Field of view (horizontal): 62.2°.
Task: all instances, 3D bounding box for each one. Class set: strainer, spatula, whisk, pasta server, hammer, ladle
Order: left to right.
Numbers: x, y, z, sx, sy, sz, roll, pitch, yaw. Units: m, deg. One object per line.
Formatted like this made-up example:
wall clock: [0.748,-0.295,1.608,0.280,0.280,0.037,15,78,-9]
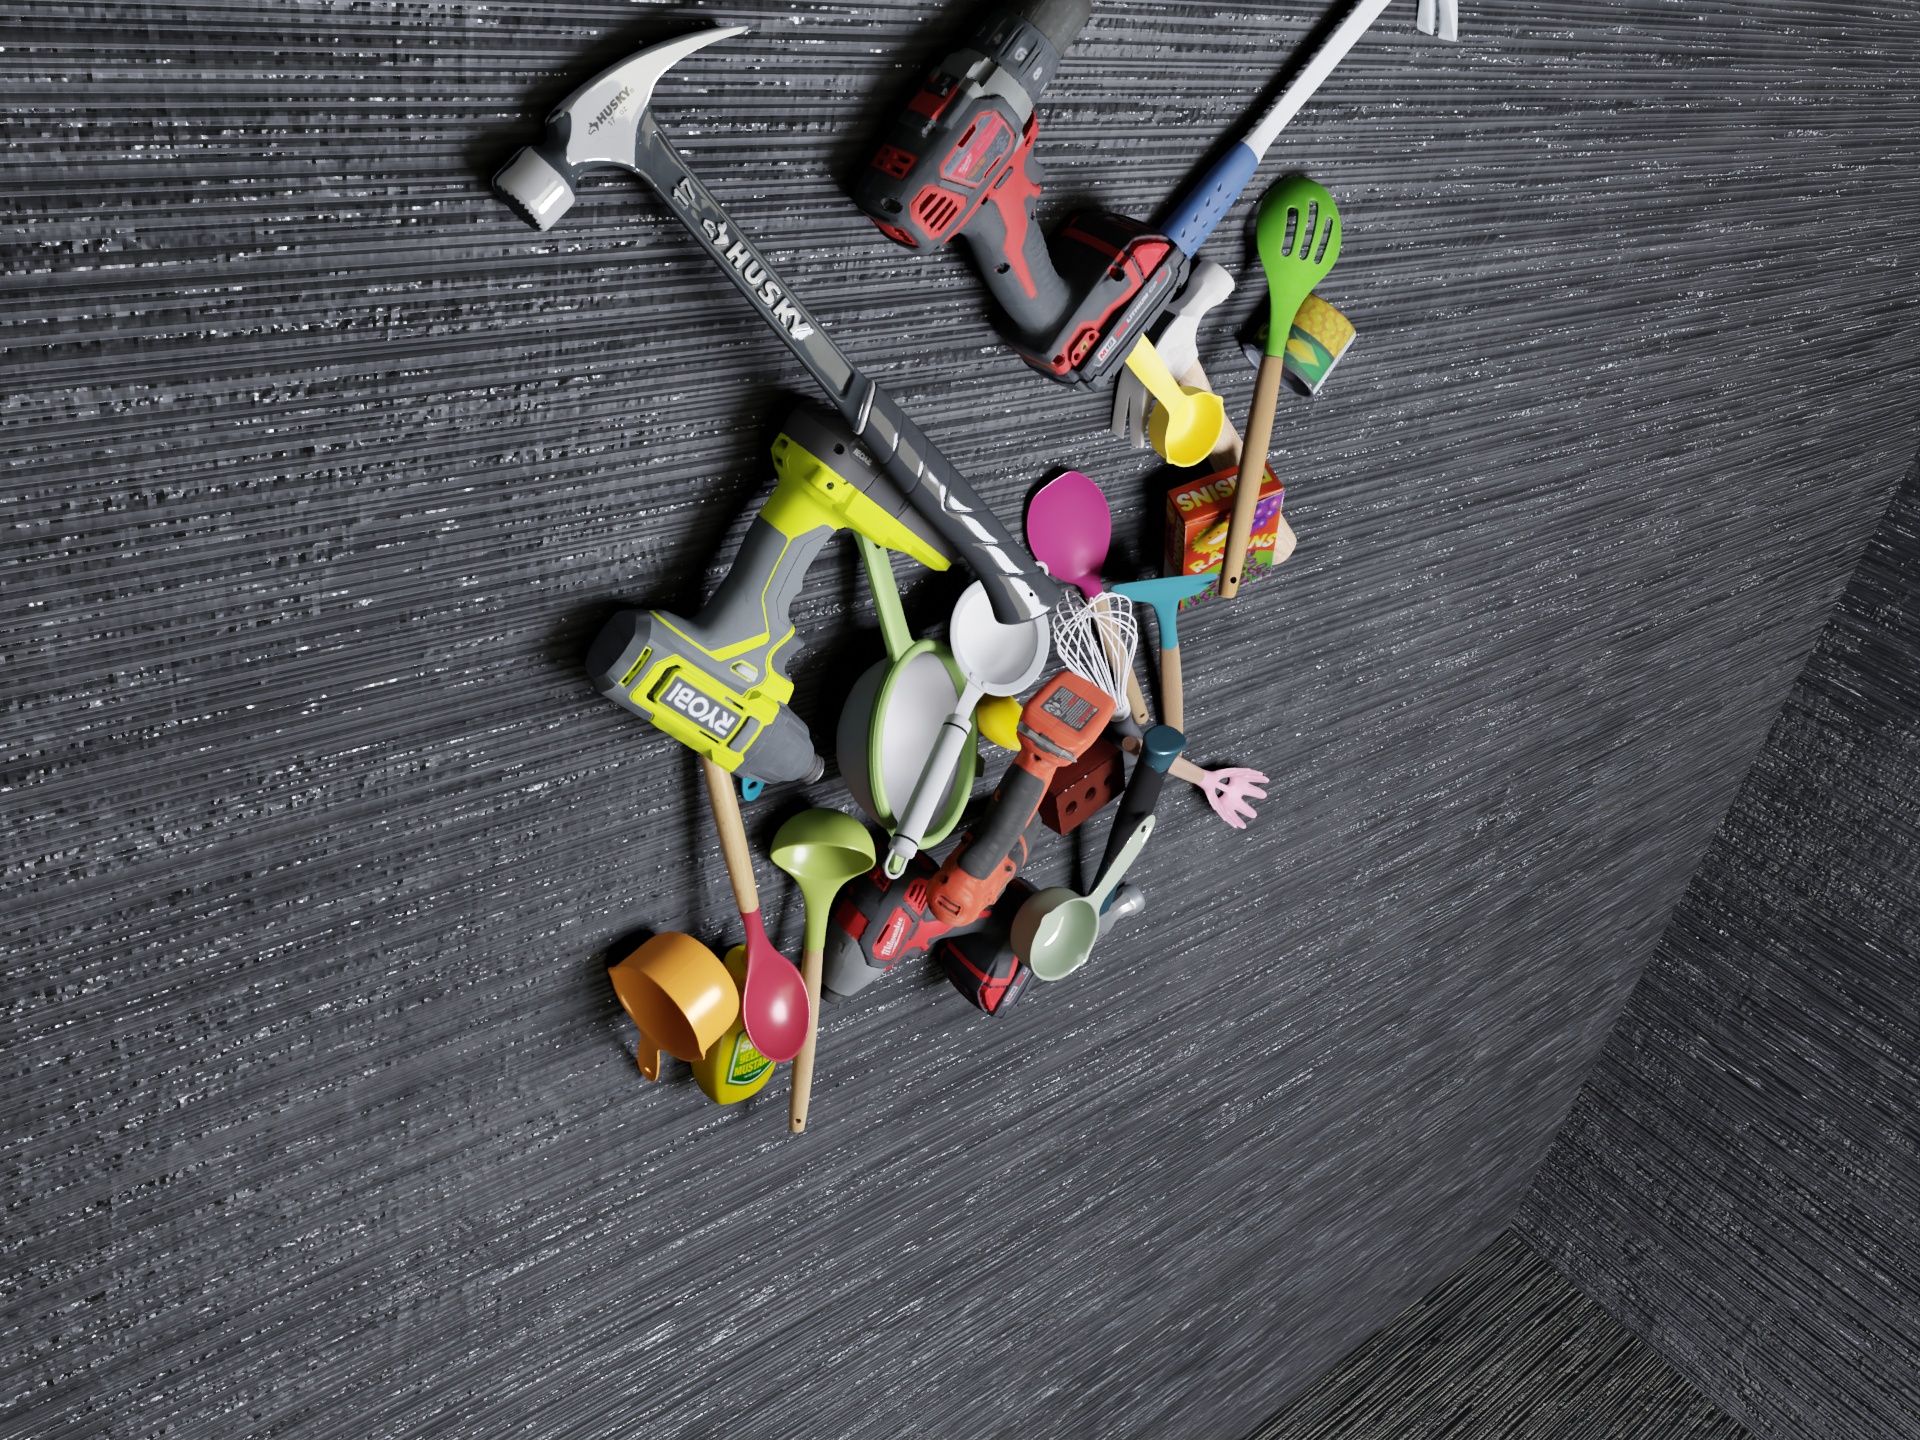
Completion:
ladle: [-0.154,0.112,1.121,0.069,0.031,0.315,-45,136,-46]
ladle: [-0.116,0.204,1.234,0.078,0.062,0.320,5,118,-5]
hammer: [-0.064,-0.195,0.894,0.149,0.036,0.408,-50,124,-9]
strainer: [-0.060,-0.031,1.121,0.151,0.069,0.256,-49,132,-50]
strainer: [-0.002,-0.004,1.117,0.086,0.050,0.258,37,63,-27]
whisk: [0.124,-0.025,1.308,0.070,0.070,0.284,-44,153,-9]
hammer: [0.144,0.110,1.415,0.128,0.033,0.330,-30,153,-28]
spatula: [0.177,-0.042,1.354,0.082,0.044,0.317,-7,147,6]
pasta server: [0.217,0.050,1.468,0.316,0.040,0.060,22,95,-61]
hammer: [0.210,-0.215,1.273,0.130,0.031,0.331,-50,144,-3]
hammer: [0.211,-0.400,1.112,0.405,0.035,0.143,-51,144,-1]

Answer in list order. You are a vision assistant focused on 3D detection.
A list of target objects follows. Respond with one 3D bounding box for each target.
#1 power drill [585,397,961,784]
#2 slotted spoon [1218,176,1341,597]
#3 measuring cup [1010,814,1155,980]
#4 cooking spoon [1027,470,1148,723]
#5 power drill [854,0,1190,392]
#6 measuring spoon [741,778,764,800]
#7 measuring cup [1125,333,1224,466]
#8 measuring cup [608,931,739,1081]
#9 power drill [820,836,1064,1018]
power drill: [-0.103,-0.072,0.998,0.171,0.080,0.223,35,94,-35]
slotted spoon: [0.231,-0.246,1.192,0.070,0.031,0.313,7,101,-16]
measuring cup: [0.103,0.140,1.337,0.167,0.038,0.083,-52,135,-11]
cooking spoon: [0.113,-0.088,1.289,0.069,0.017,0.318,-36,142,-6]
power drill: [0.054,-0.329,0.977,0.188,0.080,0.226,-53,141,2]
measuring spoon: [-0.146,0.007,1.102,0.042,0.021,0.128,-24,145,-31]
measuring cup: [0.137,-0.240,1.130,0.062,0.029,0.156,-50,134,-1]
measuring cup: [-0.209,0.216,1.169,0.052,0.095,0.173,-42,165,-33]
power drill: [-0.022,0.182,1.330,0.219,0.079,0.143,20,104,-49]
